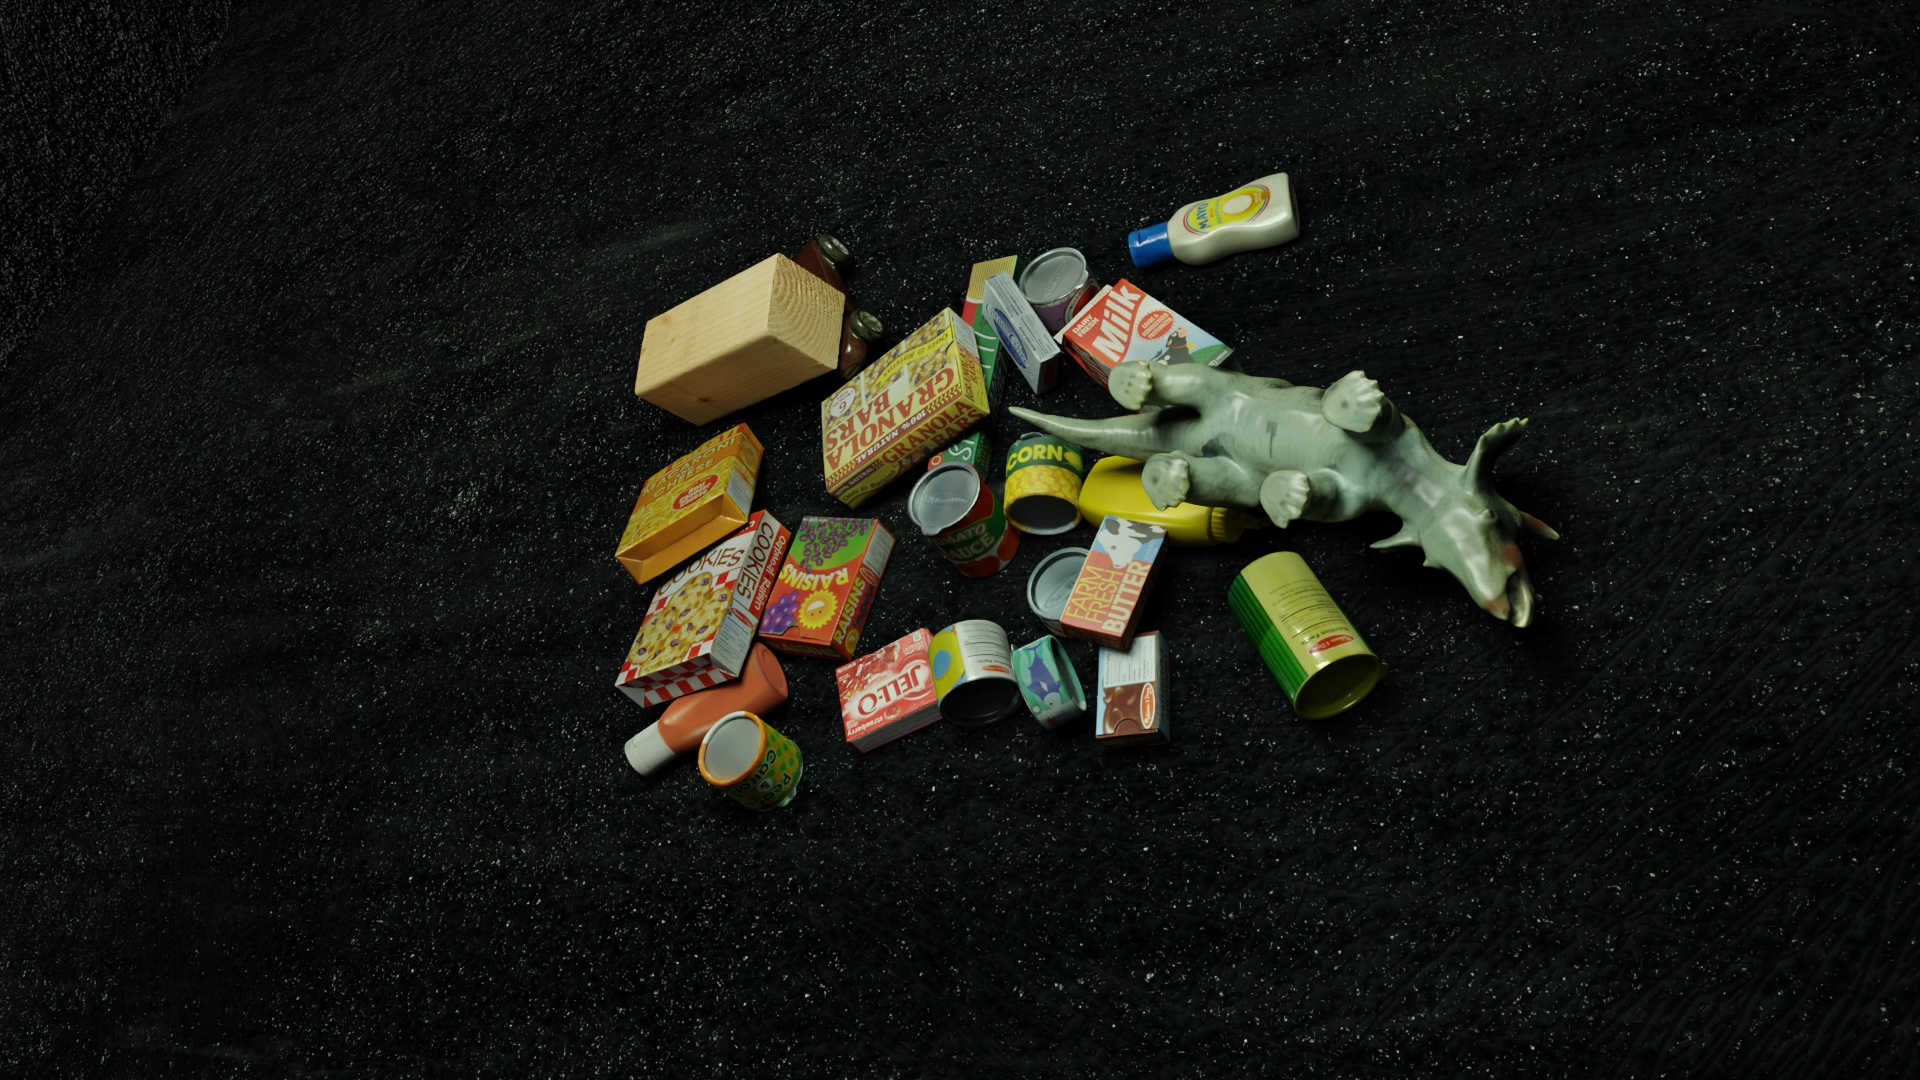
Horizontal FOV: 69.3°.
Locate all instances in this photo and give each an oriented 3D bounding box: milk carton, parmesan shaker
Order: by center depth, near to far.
[{"bbox_3d":[0.242,0.065,0.974,0.071,0.071,0.103,-33,47,8],"label":"parmesan shaker"},{"bbox_3d":[0.156,-0.155,1.174,0.072,0.073,0.191,-44,47,-2],"label":"milk carton"}]

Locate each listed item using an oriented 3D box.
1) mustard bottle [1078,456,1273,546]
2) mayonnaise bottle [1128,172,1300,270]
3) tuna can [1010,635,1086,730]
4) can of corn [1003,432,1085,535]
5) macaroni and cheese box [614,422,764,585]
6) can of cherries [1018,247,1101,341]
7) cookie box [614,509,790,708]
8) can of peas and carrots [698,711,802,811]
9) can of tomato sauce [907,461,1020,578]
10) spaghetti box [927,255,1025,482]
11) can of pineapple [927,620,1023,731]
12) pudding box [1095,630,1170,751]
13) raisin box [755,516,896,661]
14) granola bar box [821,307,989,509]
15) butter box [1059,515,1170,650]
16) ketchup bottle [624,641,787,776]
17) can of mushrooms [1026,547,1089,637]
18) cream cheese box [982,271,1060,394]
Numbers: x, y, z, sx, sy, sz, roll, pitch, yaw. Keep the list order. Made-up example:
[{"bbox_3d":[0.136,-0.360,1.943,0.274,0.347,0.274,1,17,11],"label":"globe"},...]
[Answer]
[{"bbox_3d":[0.172,-0.025,1.089,0.160,0.048,0.065,14,66,36],"label":"mustard bottle"},{"bbox_3d":[0.225,-0.278,1.240,0.148,0.041,0.065,-13,55,23],"label":"mayonnaise bottle"},{"bbox_3d":[0.066,0.105,1.049,0.033,0.071,0.071,-26,49,12],"label":"tuna can"},{"bbox_3d":[0.069,-0.046,1.152,0.071,0.071,0.058,-12,54,25],"label":"can of corn"},{"bbox_3d":[-0.254,-0.039,1.321,0.123,0.040,0.167,-29,25,12],"label":"macaroni and cheese box"},{"bbox_3d":[0.096,-0.223,1.268,0.071,0.058,0.072,-16,51,21],"label":"can of cherries"},{"bbox_3d":[-0.229,0.059,1.242,0.122,0.040,0.168,-21,38,33],"label":"cookie box"},{"bbox_3d":[-0.172,0.183,1.144,0.071,0.058,0.071,-16,52,22],"label":"can of peas and carrots"},{"bbox_3d":[0.004,-0.015,1.160,0.071,0.083,0.071,-16,52,22],"label":"can of tomato sauce"},{"bbox_3d":[0.018,-0.160,1.292,0.050,0.028,0.251,-7,55,29],"label":"spaghetti box"},{"bbox_3d":[0.010,0.105,1.085,0.071,0.071,0.058,-26,48,13],"label":"can of pineapple"},{"bbox_3d":[0.128,0.112,1.032,0.049,0.030,0.084,-11,54,24],"label":"pudding box"},{"bbox_3d":[-0.118,0.041,1.226,0.086,0.040,0.124,4,62,32],"label":"raisin box"},{"bbox_3d":[-0.055,-0.121,1.272,0.165,0.039,0.125,-34,42,24],"label":"granola bar box"},{"bbox_3d":[0.118,0.032,1.055,0.053,0.024,0.104,13,59,24],"label":"butter box"},{"bbox_3d":[-0.223,0.151,1.208,0.149,0.043,0.065,-33,42,7],"label":"ketchup bottle"},{"bbox_3d":[0.090,0.043,1.101,0.071,0.033,0.071,-16,51,21],"label":"can of mushrooms"},{"bbox_3d":[0.055,-0.188,1.250,0.024,0.053,0.104,-24,65,-15],"label":"cream cheese box"}]
